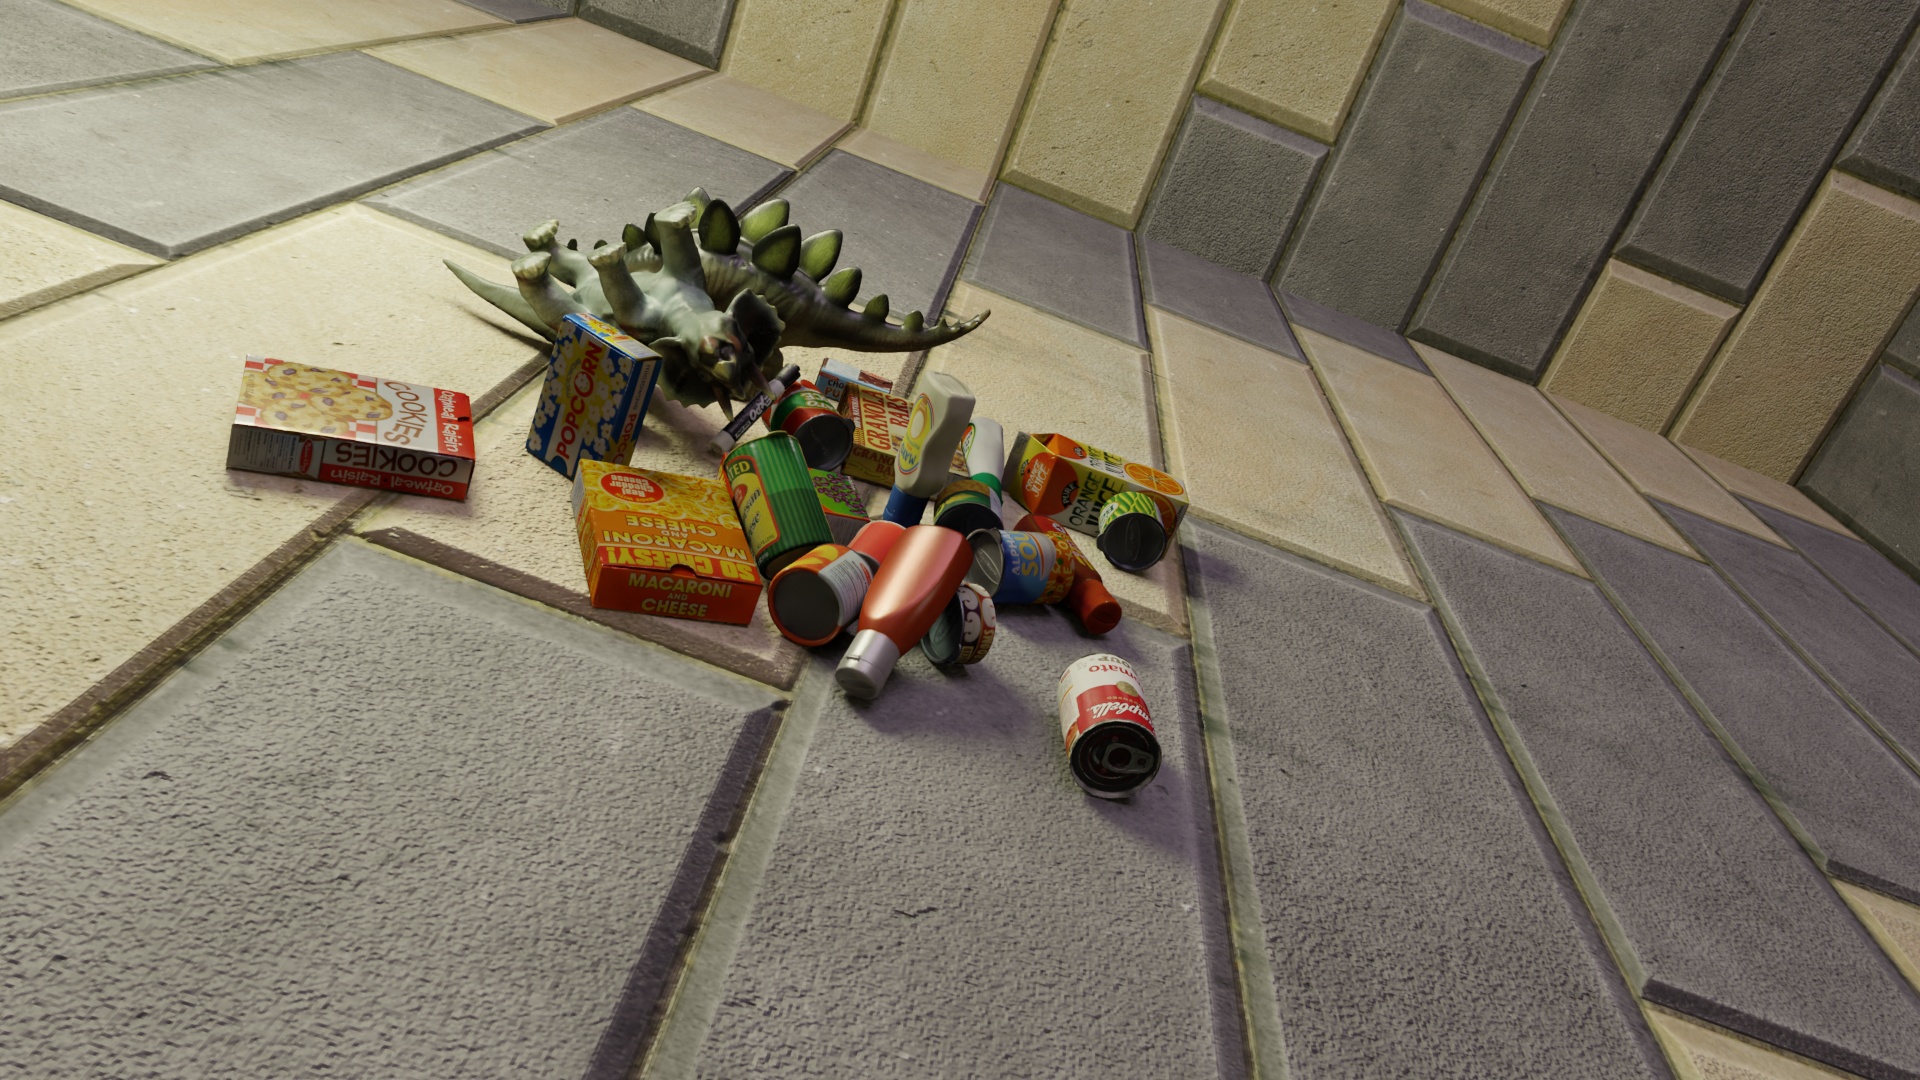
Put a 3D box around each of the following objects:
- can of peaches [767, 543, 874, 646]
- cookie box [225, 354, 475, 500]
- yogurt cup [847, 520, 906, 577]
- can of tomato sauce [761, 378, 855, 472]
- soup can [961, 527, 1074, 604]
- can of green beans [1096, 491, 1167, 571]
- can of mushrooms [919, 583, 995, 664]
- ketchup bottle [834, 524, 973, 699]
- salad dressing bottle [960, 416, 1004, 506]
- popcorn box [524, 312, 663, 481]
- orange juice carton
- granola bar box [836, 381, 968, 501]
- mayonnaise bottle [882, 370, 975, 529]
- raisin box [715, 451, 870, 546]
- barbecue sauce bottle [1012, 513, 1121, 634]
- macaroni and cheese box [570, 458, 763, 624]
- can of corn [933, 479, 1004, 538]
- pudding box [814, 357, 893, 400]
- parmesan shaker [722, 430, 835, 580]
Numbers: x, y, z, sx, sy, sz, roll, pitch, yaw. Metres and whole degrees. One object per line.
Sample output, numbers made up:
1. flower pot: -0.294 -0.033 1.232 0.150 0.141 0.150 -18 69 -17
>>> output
1. can of peaches: -0.109 0.043 1.072 0.071 0.071 0.058 27 24 11
2. cookie box: -0.467 -0.088 1.074 0.168 0.040 0.123 9 27 -27
3. yogurt cup: -0.070 0.024 1.146 0.072 0.072 0.054 28 32 13
4. can of tomato sauce: -0.150 -0.114 1.361 0.071 0.071 0.083 5 28 -34
5. soup can: 0.052 0.022 1.241 0.084 0.071 0.071 3 30 -37
6. can of green beans: 0.175 -0.010 1.419 0.071 0.071 0.058 19 23 -7
7. can of mushrooms: -0.003 0.068 1.106 0.033 0.070 0.071 6 28 -34
8. ketchup bottle: -0.047 0.052 1.052 0.064 0.043 0.149 4 46 30
9. salad dressing bottle: 0.023 -0.074 1.440 0.044 0.064 0.148 13 32 -9
10. popcorn box: -0.307 -0.115 1.161 0.085 0.126 0.038 31 22 20
11. orange juice carton: 0.139 -0.054 1.476 0.193 0.071 0.073 19 23 -6
12. granola bar box: -0.063 -0.102 1.447 0.124 0.039 0.166 16 24 -15
13. mayonnaise bottle: -0.033 -0.080 1.291 0.041 0.147 0.065 6 28 -32
14. raisin box: -0.150 -0.034 1.229 0.123 0.040 0.086 11 27 -22
15. barbecue sauce bottle: 0.101 0.032 1.294 0.065 0.043 0.149 25 18 -35
16. macaroni and cheese box: -0.233 -0.002 1.088 0.124 0.040 0.167 9 27 -26
17. can of corn: 0.005 -0.016 1.291 0.071 0.071 0.058 18 23 -9
18. pudding box: -0.120 -0.174 1.562 0.084 0.030 0.050 19 23 -7
19. parmesan shaker: -0.146 -0.028 1.132 0.071 0.071 0.103 -1 60 -42
